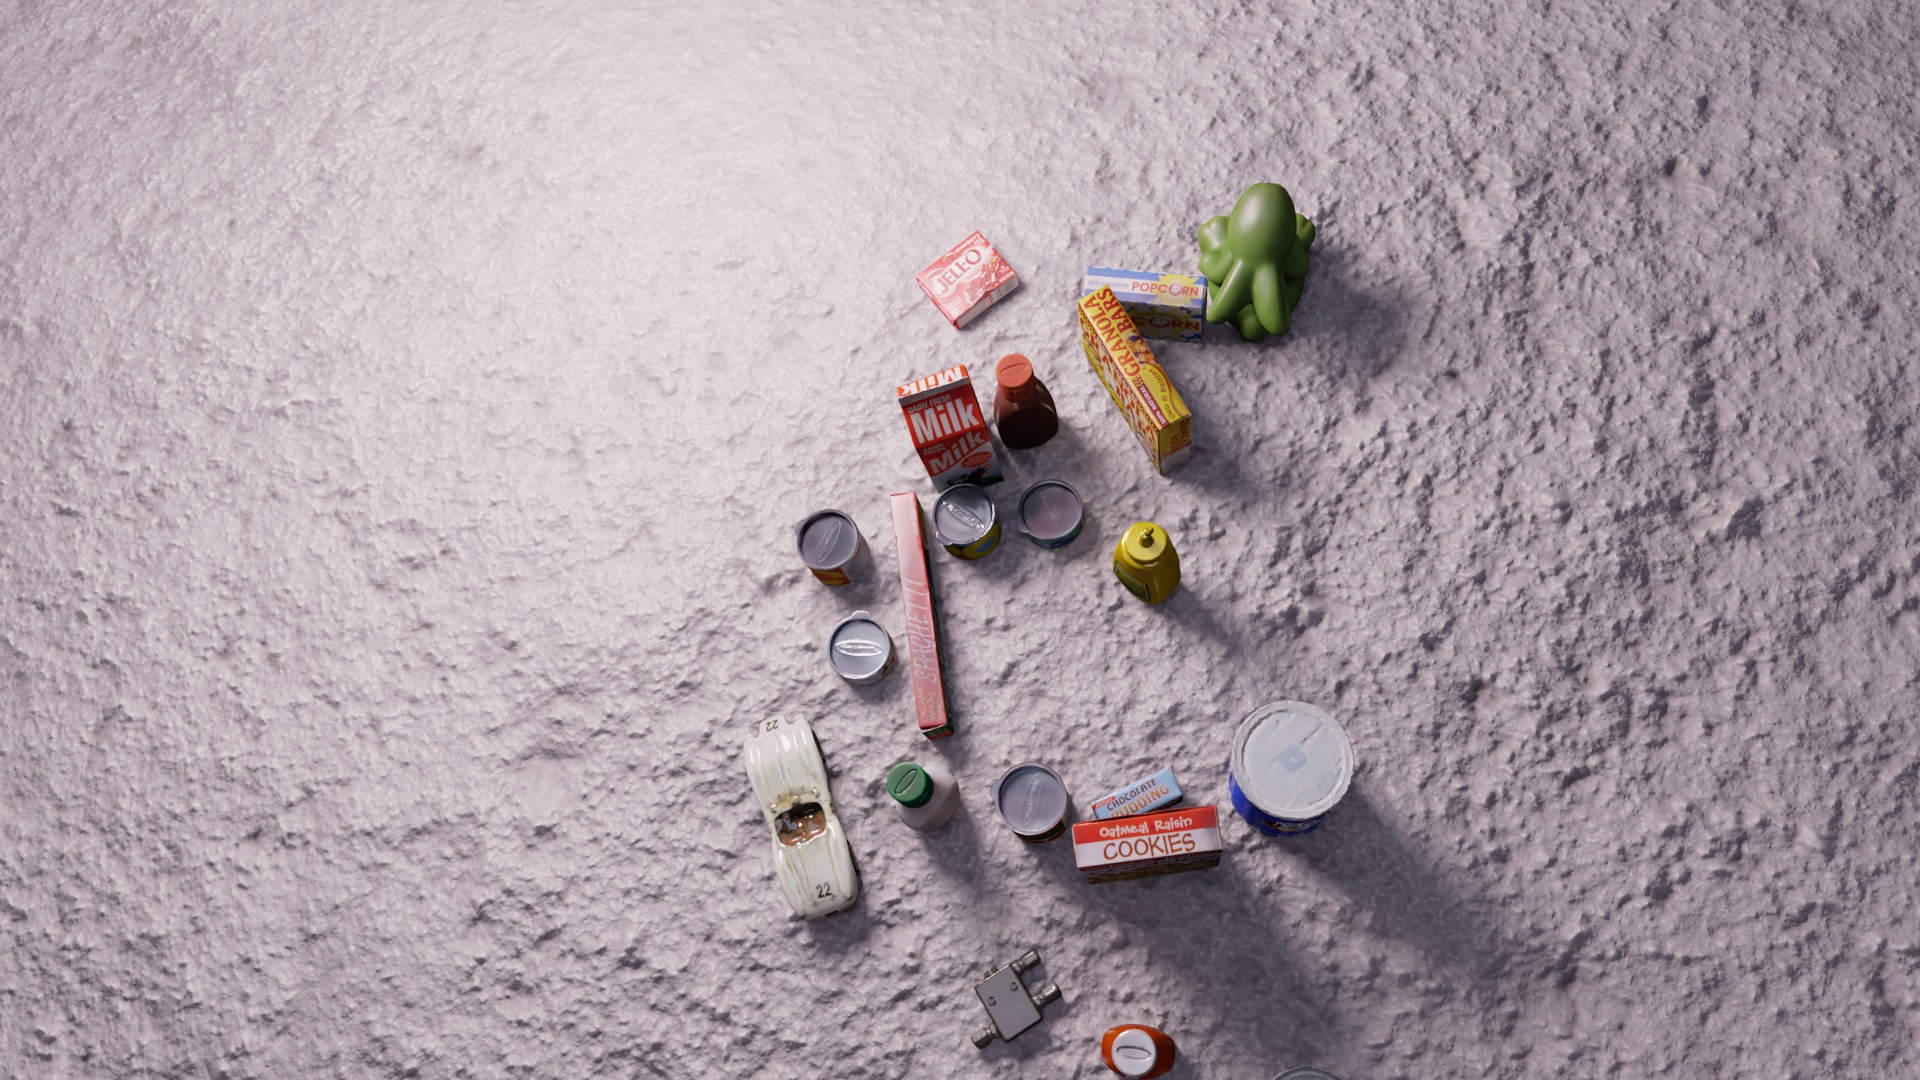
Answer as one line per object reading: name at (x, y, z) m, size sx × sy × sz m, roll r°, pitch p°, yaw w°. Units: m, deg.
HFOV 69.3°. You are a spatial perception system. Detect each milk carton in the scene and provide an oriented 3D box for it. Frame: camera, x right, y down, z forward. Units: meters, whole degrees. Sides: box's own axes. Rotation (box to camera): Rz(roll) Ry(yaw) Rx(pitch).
milk carton at (-0.011, -0.112, 1.382) m, size 0.072 × 0.190 × 0.073 m, roll -18°, pitch 70°, yaw 2°

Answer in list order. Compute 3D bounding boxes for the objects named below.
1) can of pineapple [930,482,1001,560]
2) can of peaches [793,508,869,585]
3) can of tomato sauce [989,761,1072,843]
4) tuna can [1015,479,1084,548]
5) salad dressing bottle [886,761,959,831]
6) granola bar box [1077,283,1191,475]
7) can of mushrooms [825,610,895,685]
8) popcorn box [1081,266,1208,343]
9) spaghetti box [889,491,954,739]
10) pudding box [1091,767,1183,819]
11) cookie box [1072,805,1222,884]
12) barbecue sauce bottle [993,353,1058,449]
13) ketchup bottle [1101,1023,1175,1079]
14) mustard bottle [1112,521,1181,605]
can of pineapple at (0.005, -0.018, 1.417) m, size 0.071 × 0.057 × 0.071 m, roll -3°, pitch 71°, yaw 8°
can of peaches at (-0.133, 0.007, 1.429) m, size 0.071 × 0.058 × 0.071 m, roll -3°, pitch 71°, yaw 8°
can of tomato sauce at (0.068, 0.247, 1.302) m, size 0.071 × 0.083 × 0.071 m, roll -3°, pitch 71°, yaw 8°
tuna can at (0.091, -0.025, 1.420) m, size 0.071 × 0.032 × 0.071 m, roll -3°, pitch 71°, yaw 8°
salad dressing bottle at (-0.036, 0.235, 1.287) m, size 0.044 × 0.147 × 0.064 m, roll 39°, pitch 81°, yaw 18°
granola bar box at (0.176, -0.160, 1.405) m, size 0.039 × 0.124 × 0.166 m, roll -28°, pitch 69°, yaw -1°
can of mushrooms at (-0.100, 0.109, 1.402) m, size 0.071 × 0.033 × 0.071 m, roll -3°, pitch 71°, yaw 8°
popcorn box at (0.193, -0.247, 1.454) m, size 0.127 × 0.085 × 0.038 m, roll 7°, pitch 73°, yaw 11°
spaghetti box at (-0.039, 0.074, 1.396) m, size 0.029 × 0.050 × 0.251 m, roll -10°, pitch 70°, yaw 5°
pudding box at (0.166, 0.246, 1.305) m, size 0.084 × 0.049 × 0.030 m, roll -25°, pitch 70°, yaw 0°
cookie box at (0.167, 0.271, 1.233) m, size 0.123 × 0.167 × 0.040 m, roll -9°, pitch 70°, yaw 6°
barbecue sauce bottle at (0.062, -0.140, 1.403) m, size 0.065 × 0.148 × 0.044 m, roll -17°, pitch 70°, yaw 3°
ketchup bottle at (0.151, 0.437, 1.188) m, size 0.065 × 0.148 × 0.043 m, roll 4°, pitch 72°, yaw 10°
mustard bottle at (0.176, 0.015, 1.325) m, size 0.065 × 0.160 × 0.049 m, roll 40°, pitch 81°, yaw 19°
